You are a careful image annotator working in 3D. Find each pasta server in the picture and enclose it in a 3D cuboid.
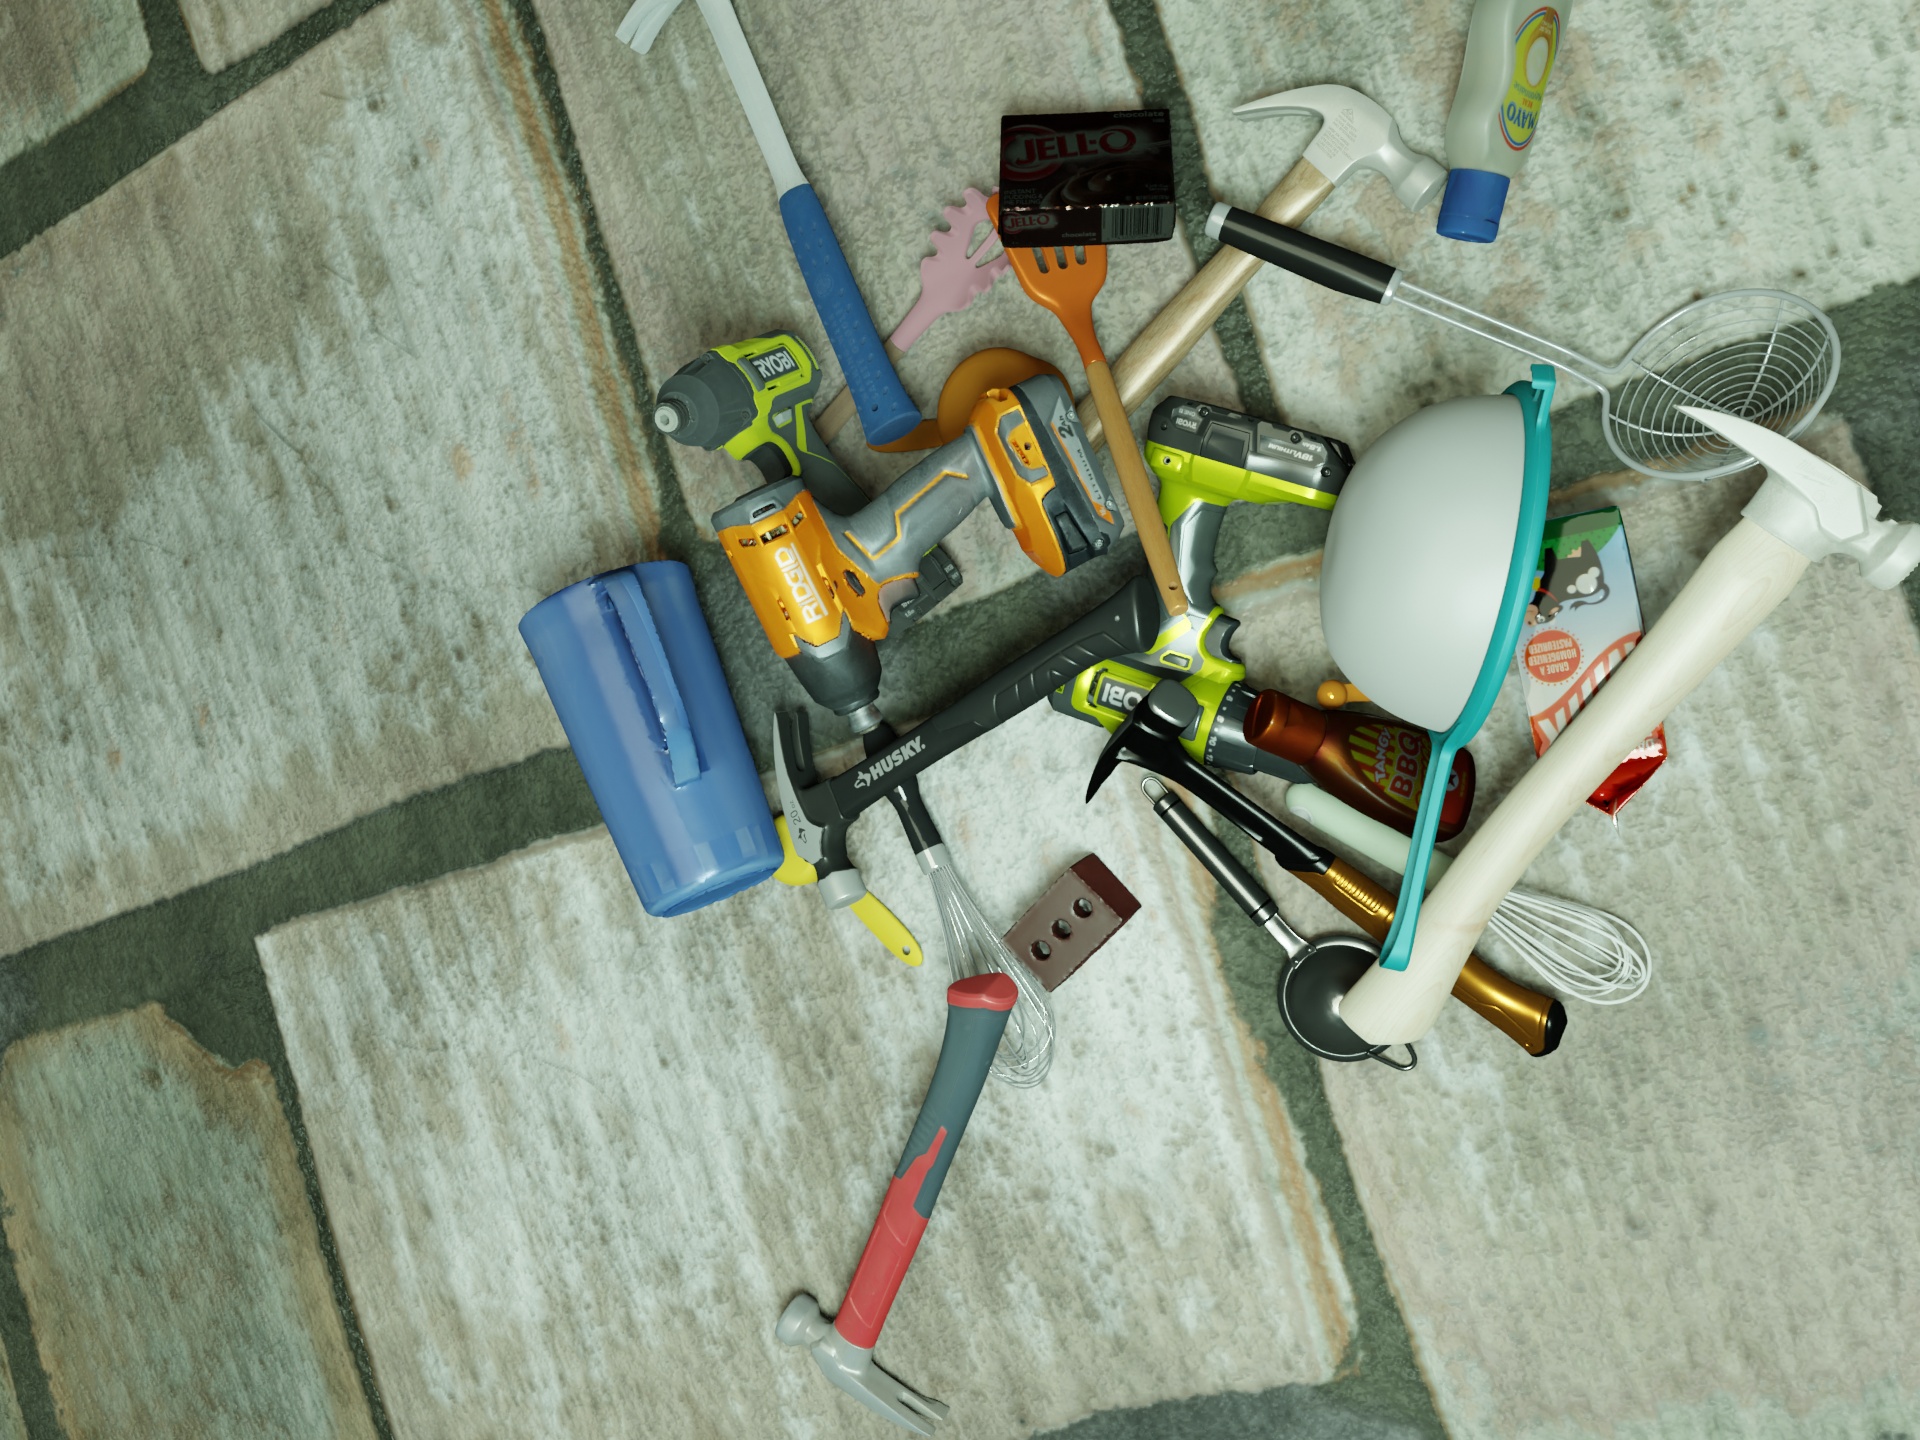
[{"bbox_3d":[-0.065,-0.248,1.134,0.060,0.040,0.316,46,111,3],"label":"pasta server"}]

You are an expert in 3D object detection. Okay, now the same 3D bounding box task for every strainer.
[{"bbox_3d":[0.206,0.135,1.058,0.087,0.050,0.258,-46,74,18],"label":"strainer"},{"bbox_3d":[0.246,-0.032,0.909,0.095,0.211,0.340,12,90,5],"label":"strainer"}]

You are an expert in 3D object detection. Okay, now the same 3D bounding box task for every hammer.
[{"bbox_3d":[-0.002,-0.003,1.078,0.334,0.035,0.146,-33,72,32],"label":"hammer"},{"bbox_3d":[0.343,0.020,0.907,0.146,0.038,0.410,37,110,10],"label":"hammer"},{"bbox_3d":[0.235,0.106,1.012,0.337,0.034,0.127,36,147,3],"label":"hammer"},{"bbox_3d":[0.152,-0.271,1.046,0.130,0.031,0.331,48,110,11],"label":"hammer"},{"bbox_3d":[-0.021,0.342,1.125,0.143,0.038,0.386,29,118,17],"label":"hammer"},{"bbox_3d":[-0.125,-0.378,1.125,0.144,0.035,0.406,-27,77,23],"label":"hammer"}]

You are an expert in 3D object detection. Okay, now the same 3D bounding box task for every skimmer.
[{"bbox_3d":[0.315,-0.246,0.932,0.363,0.090,0.127,26,82,11],"label":"skimmer"}]

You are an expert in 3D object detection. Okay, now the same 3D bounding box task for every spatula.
[{"bbox_3d":[0.092,-0.210,1.009,0.081,0.041,0.323,-14,65,-3],"label":"spatula"}]

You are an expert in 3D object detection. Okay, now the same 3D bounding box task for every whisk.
[{"bbox_3d":[0.317,0.103,1.009,0.246,0.057,0.059,30,71,20],"label":"whisk"},{"bbox_3d":[-0.005,0.128,1.138,0.070,0.070,0.285,-29,78,22],"label":"whisk"}]

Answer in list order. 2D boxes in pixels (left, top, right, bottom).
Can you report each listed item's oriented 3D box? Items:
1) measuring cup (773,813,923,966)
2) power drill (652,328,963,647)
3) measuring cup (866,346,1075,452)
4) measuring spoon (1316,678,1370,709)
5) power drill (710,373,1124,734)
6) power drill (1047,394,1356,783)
[{"bbox_3d":[-0.088,0.128,1.180,0.157,0.029,0.062,43,109,16],"label":"measuring cup"},{"bbox_3d":[-0.107,-0.151,1.074,0.080,0.171,0.223,-32,97,30],"label":"power drill"},{"bbox_3d":[-0.008,-0.205,1.092,0.174,0.052,0.095,-1,86,34],"label":"measuring cup"},{"bbox_3d":[0.281,-0.021,0.997,0.117,0.011,0.021,-7,104,-7],"label":"measuring spoon"},{"bbox_3d":[-0.019,-0.102,0.987,0.226,0.084,0.164,-26,99,-7],"label":"power drill"},{"bbox_3d":[0.175,-0.080,1.031,0.191,0.080,0.228,20,105,19],"label":"power drill"}]
